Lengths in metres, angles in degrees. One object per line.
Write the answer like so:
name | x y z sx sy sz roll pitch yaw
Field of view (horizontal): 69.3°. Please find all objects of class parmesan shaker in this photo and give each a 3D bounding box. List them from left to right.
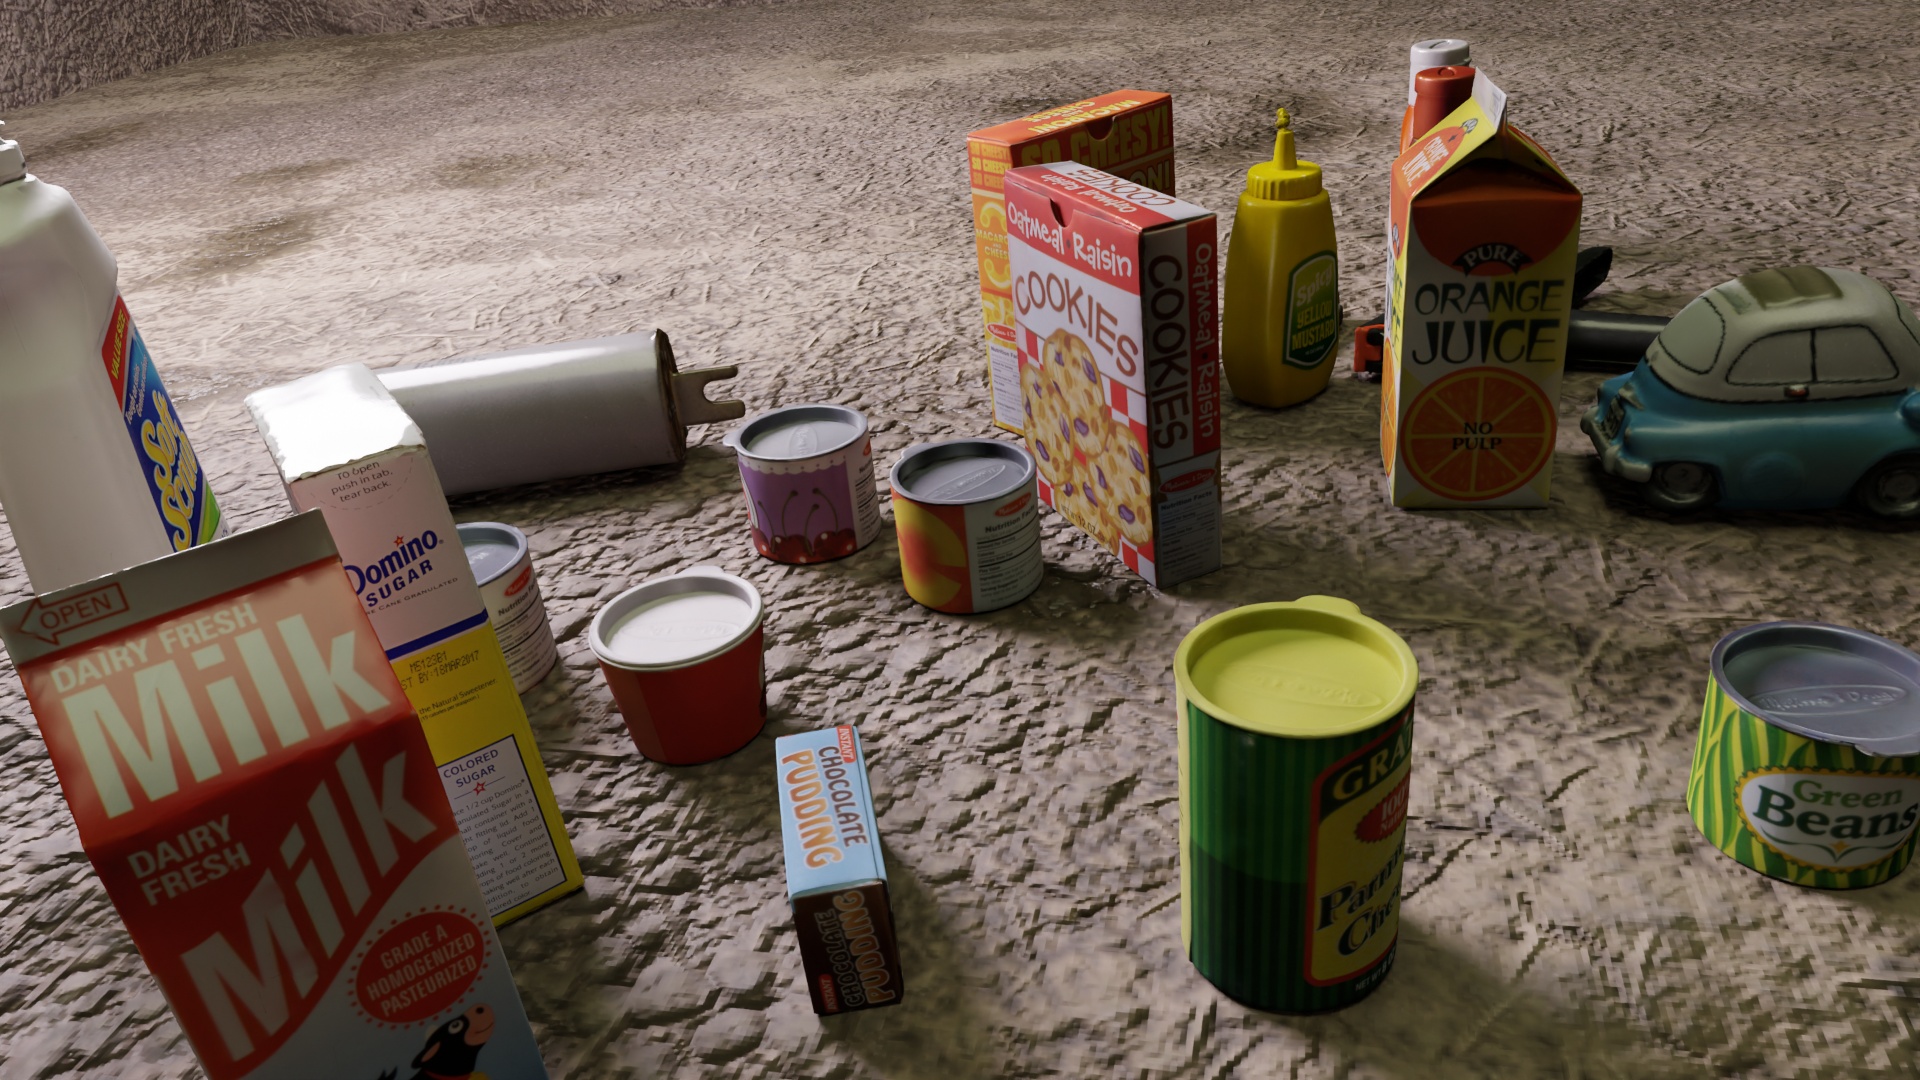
parmesan shaker | 0.099 0.077 0.411 0.071 0.102 0.071 -5 28 3

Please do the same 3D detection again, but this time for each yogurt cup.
yogurt cup | -0.108 0.052 0.551 0.072 0.053 0.073 -5 28 3

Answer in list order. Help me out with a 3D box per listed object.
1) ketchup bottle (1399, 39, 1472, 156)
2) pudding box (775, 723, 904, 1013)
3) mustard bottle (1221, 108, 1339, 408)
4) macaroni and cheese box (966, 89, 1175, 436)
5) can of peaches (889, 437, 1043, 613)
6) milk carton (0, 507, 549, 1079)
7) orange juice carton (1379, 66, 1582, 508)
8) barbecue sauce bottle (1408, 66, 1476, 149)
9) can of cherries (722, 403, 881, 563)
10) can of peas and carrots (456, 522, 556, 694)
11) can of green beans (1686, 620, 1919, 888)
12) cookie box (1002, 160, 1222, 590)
ketchup bottle | 0.318 -0.256 0.931 0.043 0.148 0.065 14 34 33
pudding box | -0.040 0.103 0.448 0.030 0.049 0.084 -10 29 -6
mustard bottle | 0.176 -0.154 0.761 0.065 0.159 0.049 -26 34 -32
macaroni and cheese box | 0.069 -0.155 0.778 0.124 0.165 0.040 -27 34 -33
can of peaches | 0.002 -0.008 0.634 0.071 0.057 0.071 -5 28 3
milk carton | -0.169 0.086 0.358 0.072 0.189 0.073 -23 32 -28
orange juice carton | 0.237 -0.115 0.642 0.073 0.191 0.072 0 29 11
barbecue sauce bottle | 0.296 -0.213 0.858 0.043 0.147 0.065 3 30 17
can of cherries | -0.077 -0.029 0.688 0.071 0.058 0.072 -5 28 3
can of peas and carrots | -0.217 0.033 0.604 0.071 0.058 0.071 -5 28 3
can of green beans | 0.271 0.067 0.442 0.071 0.057 0.071 -5 28 3
cookie box | 0.068 -0.079 0.637 0.040 0.166 0.123 -17 30 -20
